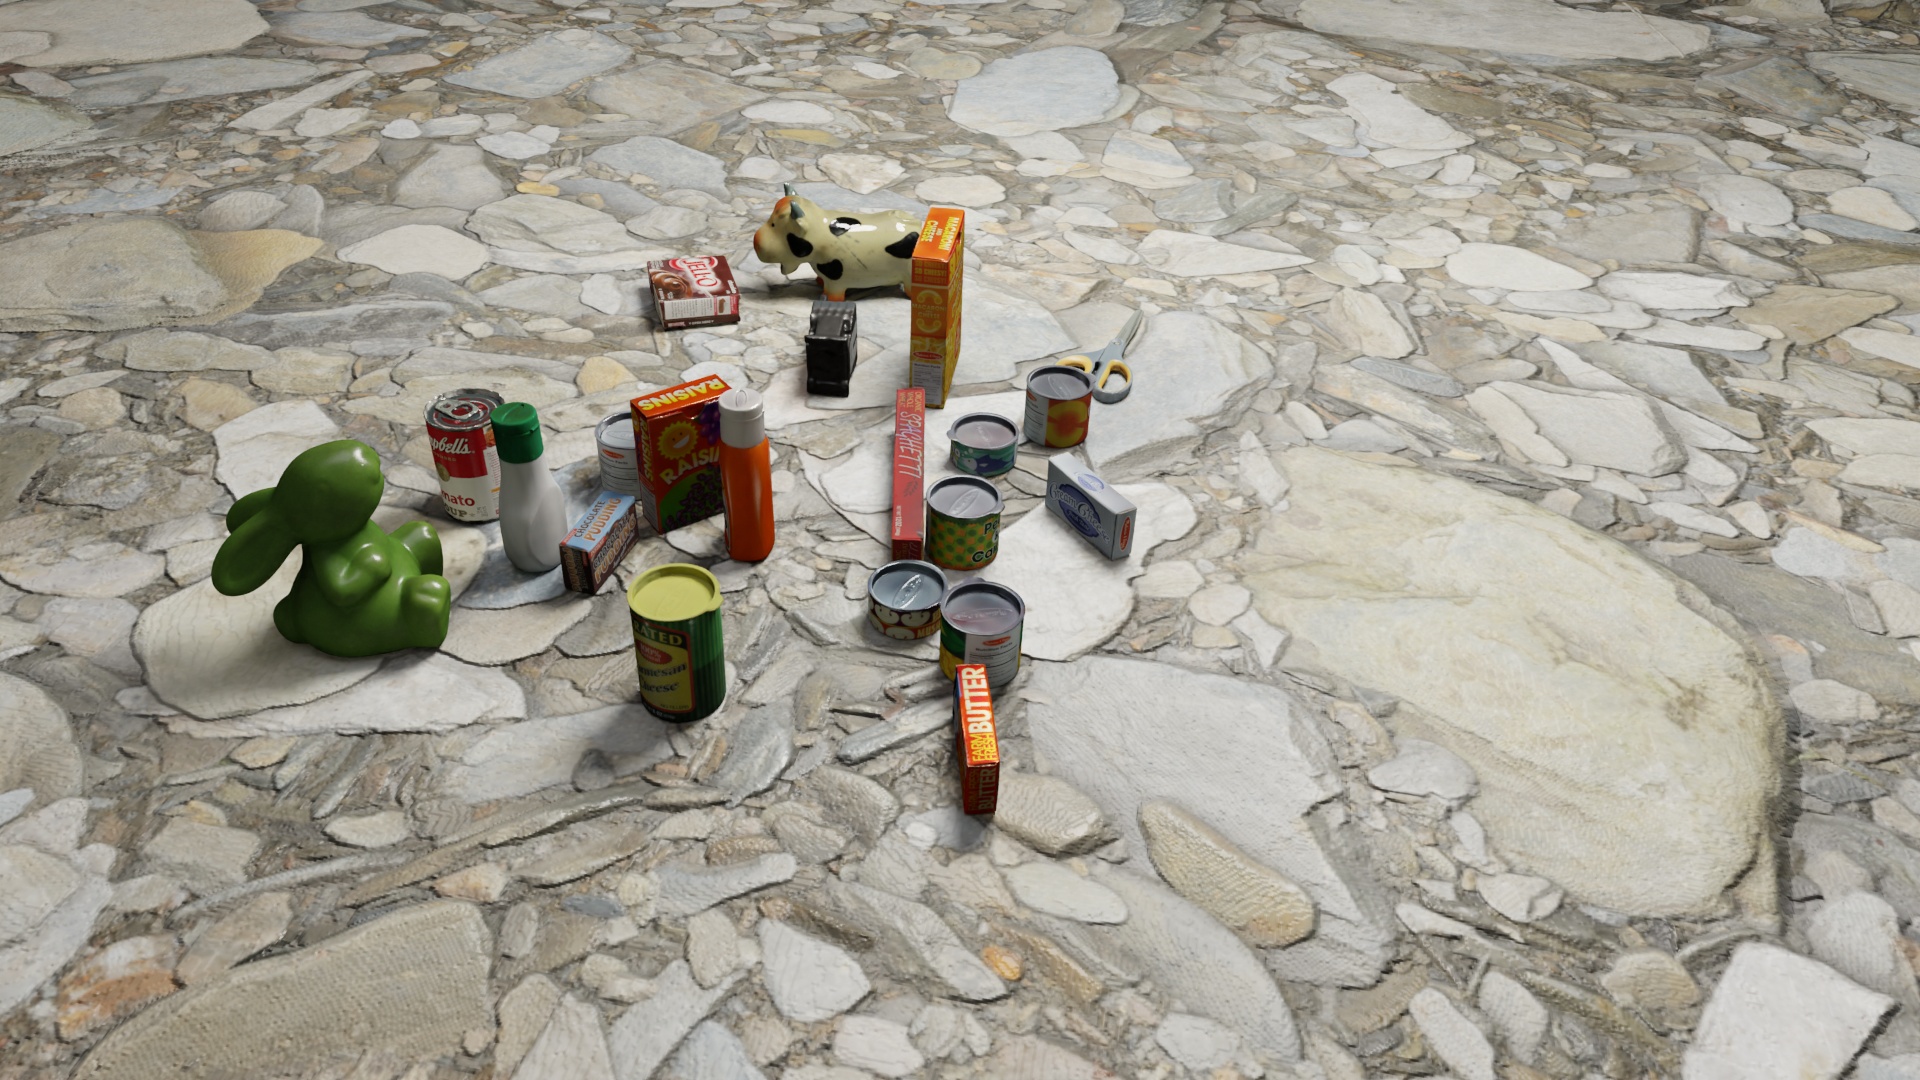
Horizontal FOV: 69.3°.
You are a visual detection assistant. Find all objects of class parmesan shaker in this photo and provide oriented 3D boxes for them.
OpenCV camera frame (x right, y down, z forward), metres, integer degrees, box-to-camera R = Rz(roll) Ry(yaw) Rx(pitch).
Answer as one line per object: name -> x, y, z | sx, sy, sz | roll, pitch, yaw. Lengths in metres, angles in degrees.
parmesan shaker -> -0.207, 0.078, 1.034 | 0.071, 0.102, 0.072 | 2, 37, -1

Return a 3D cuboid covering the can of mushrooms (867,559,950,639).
can of mushrooms -> -0.041, 0.049, 1.142 | 0.071, 0.033, 0.071 | 2, 37, -1

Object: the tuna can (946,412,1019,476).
tuna can -> 0.020, -0.092, 1.336 | 0.071, 0.032, 0.071 | 2, 37, -1

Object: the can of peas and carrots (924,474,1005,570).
can of peas and carrots -> 0.004, -0.015, 1.210 | 0.071, 0.058, 0.071 | 2, 37, -1

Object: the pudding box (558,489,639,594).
pudding box -> -0.305, 0.001, 1.174 | 0.030, 0.049, 0.084 | 12, 38, 11

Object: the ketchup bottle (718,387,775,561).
ketchup bottle -> -0.182, -0.057, 1.178 | 0.043, 0.148, 0.065 | -1, 37, -6

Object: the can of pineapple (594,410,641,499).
can of pineapple -> -0.298, -0.079, 1.275 | 0.071, 0.057, 0.071 | 2, 37, -1

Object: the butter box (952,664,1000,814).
butter box -> 0.011, 0.143, 1.005 | 0.024, 0.052, 0.104 | -1, 37, -5

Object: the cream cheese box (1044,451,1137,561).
cream cheese box -> 0.115, -0.031, 1.244 | 0.024, 0.053, 0.104 | -20, 42, -27

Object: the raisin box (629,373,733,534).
raisin box -> -0.239, -0.076, 1.219 | 0.086, 0.122, 0.040 | -21, 43, -29

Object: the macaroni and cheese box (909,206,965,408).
macaroni and cheese box -> -0.023, -0.238, 1.416 | 0.040, 0.165, 0.124 | 7, 37, 5

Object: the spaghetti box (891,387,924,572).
spaghetti box -> -0.047, -0.056, 1.268 | 0.029, 0.049, 0.251 | 1, 37, -2

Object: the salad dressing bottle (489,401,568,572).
salad dressing bottle -> -0.358, -0.044, 1.148 | 0.044, 0.146, 0.064 | 13, 38, 13

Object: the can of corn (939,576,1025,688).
can of corn -> 0.016, 0.073, 1.094 | 0.071, 0.058, 0.071 | 2, 37, -1

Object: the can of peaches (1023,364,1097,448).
can of peaches -> 0.099, -0.133, 1.374 | 0.071, 0.057, 0.071 | 2, 37, -1
